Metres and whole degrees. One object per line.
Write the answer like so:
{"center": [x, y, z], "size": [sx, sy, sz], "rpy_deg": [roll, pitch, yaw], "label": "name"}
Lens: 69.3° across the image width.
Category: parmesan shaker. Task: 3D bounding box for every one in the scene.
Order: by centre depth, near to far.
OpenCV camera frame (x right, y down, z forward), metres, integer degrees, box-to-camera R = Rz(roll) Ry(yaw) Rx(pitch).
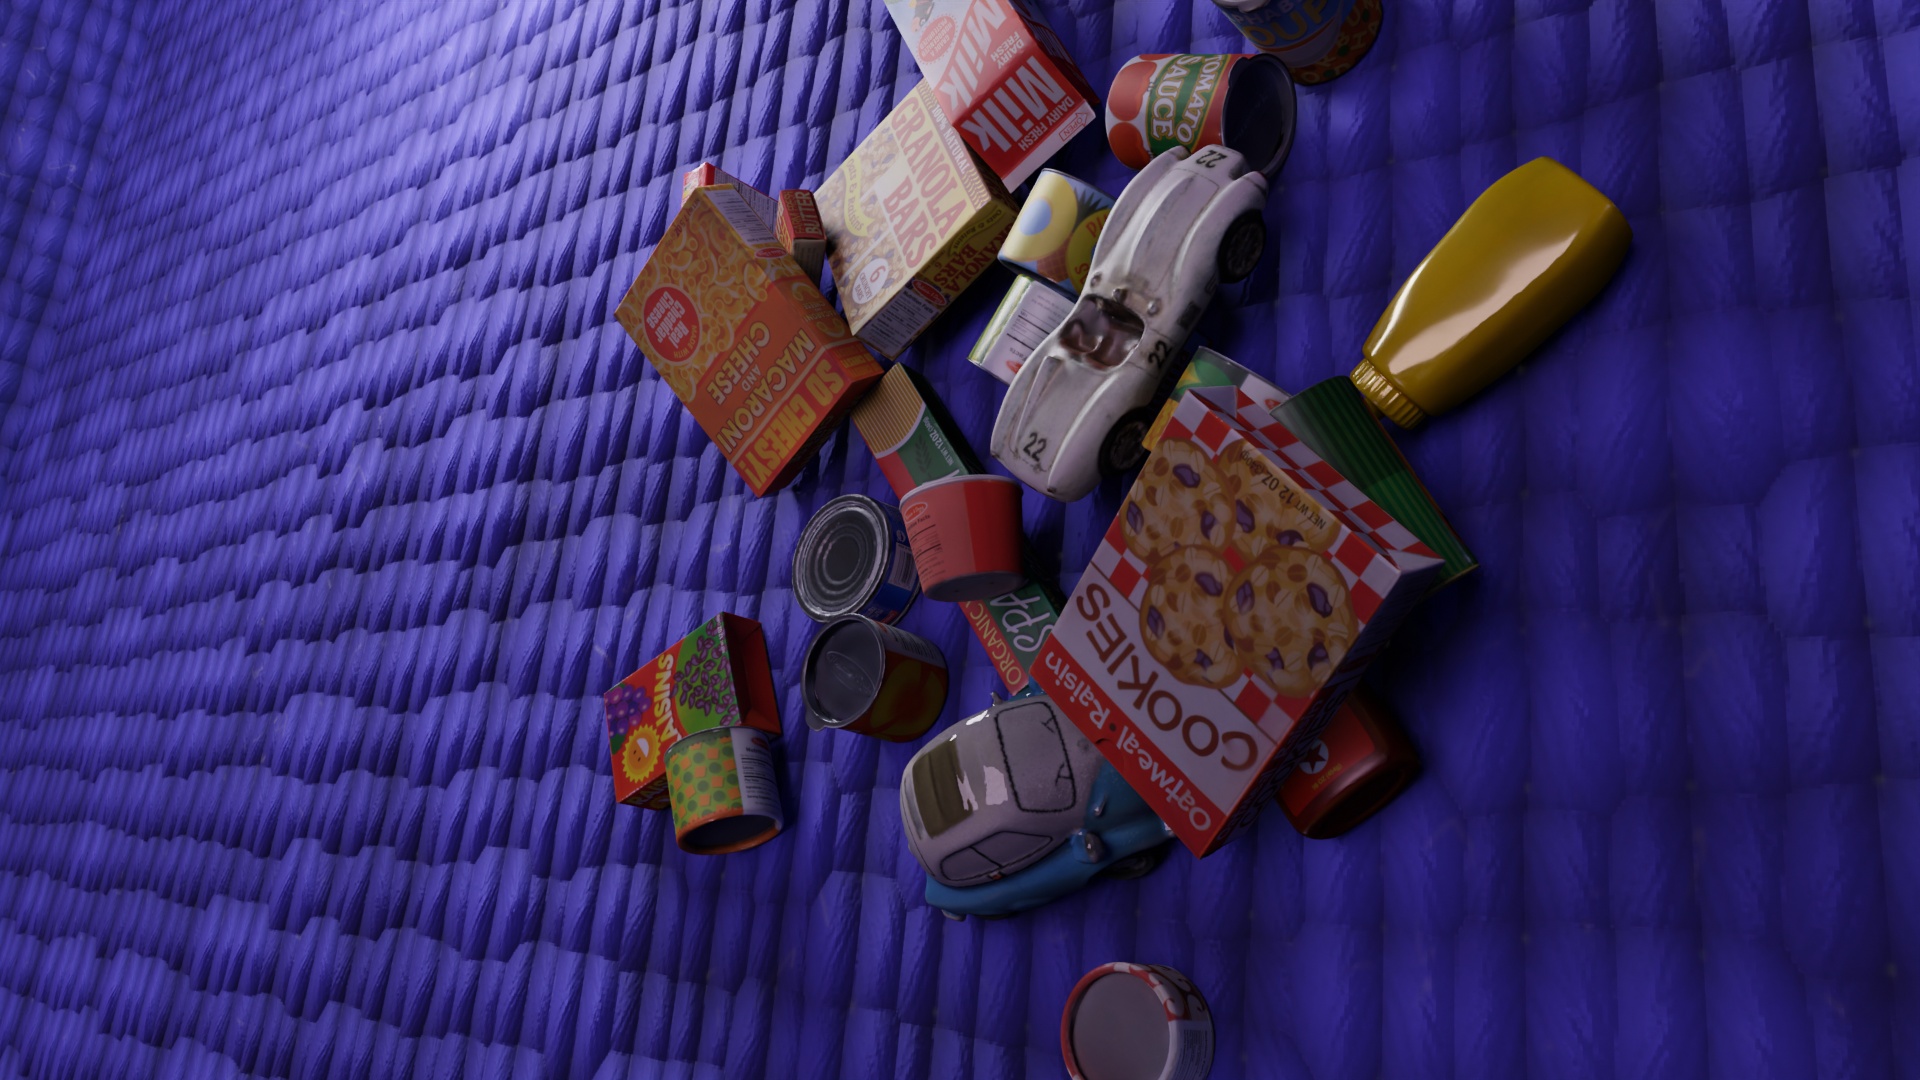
{"center": [0.174, -0.015, 0.618], "size": [0.071, 0.071, 0.103], "rpy_deg": [-36, 76, 25], "label": "parmesan shaker"}

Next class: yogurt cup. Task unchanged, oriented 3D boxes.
{"center": [0.004, 0.000, 0.748], "size": [0.072, 0.072, 0.054], "rpy_deg": [-21, 69, 34], "label": "yogurt cup"}

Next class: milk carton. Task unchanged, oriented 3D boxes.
{"center": [0.024, -0.302, 0.881], "size": [0.072, 0.073, 0.191], "rpy_deg": [-39, 52, 23], "label": "milk carton"}

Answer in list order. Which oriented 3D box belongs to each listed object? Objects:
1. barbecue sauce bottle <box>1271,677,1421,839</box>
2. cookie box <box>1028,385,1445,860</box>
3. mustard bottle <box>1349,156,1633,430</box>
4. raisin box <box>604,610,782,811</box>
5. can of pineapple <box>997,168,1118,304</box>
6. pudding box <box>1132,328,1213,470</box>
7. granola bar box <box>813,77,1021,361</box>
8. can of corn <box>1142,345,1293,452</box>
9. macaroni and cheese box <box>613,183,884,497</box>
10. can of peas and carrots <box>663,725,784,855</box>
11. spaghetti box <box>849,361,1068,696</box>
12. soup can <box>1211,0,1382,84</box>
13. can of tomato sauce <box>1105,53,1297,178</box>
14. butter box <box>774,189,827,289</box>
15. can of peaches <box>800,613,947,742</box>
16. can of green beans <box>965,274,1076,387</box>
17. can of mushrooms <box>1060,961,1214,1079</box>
{"center": [0.149, 0.063, 0.652], "size": [0.064, 0.043, 0.149], "rpy_deg": [-48, 49, 24], "label": "barbecue sauce bottle"}
{"center": [0.111, 0.036, 0.607], "size": [0.123, 0.040, 0.166], "rpy_deg": [47, 126, 30], "label": "cookie box"}
{"center": [0.229, -0.099, 0.642], "size": [0.159, 0.049, 0.065], "rpy_deg": [-47, 47, 19], "label": "mustard bottle"}
{"center": [-0.179, 0.114, 0.920], "size": [0.123, 0.040, 0.086], "rpy_deg": [-33, 55, 26], "label": "raisin box"}
{"center": [0.064, -0.173, 0.801], "size": [0.071, 0.071, 0.058], "rpy_deg": [32, 97, 43], "label": "can of pineapple"}
{"center": [0.096, -0.087, 0.765], "size": [0.050, 0.030, 0.083], "rpy_deg": [38, 100, 41], "label": "pudding box"}
{"center": [-0.032, -0.212, 0.901], "size": [0.124, 0.039, 0.166], "rpy_deg": [-41, 42, 21], "label": "granola bar box"}
{"center": [0.132, -0.057, 0.698], "size": [0.071, 0.071, 0.058], "rpy_deg": [37, 100, 43], "label": "can of corn"}
{"center": [-0.142, -0.131, 0.917], "size": [0.166, 0.040, 0.123], "rpy_deg": [51, 126, 9], "label": "macaroni and cheese box"}
{"center": [-0.148, 0.156, 0.858], "size": [0.070, 0.071, 0.059], "rpy_deg": [-34, 55, 27], "label": "can of peas and carrots"}
{"center": [0.003, -0.010, 0.817], "size": [0.050, 0.028, 0.251], "rpy_deg": [-45, 50, 17], "label": "spaghetti box"}
{"center": [0.176, -0.289, 0.736], "size": [0.071, 0.084, 0.071], "rpy_deg": [-16, 64, 37], "label": "soup can"}
{"center": [0.131, -0.234, 0.764], "size": [0.083, 0.071, 0.071], "rpy_deg": [20, 87, 44], "label": "can of tomato sauce"}
{"center": [-0.113, -0.183, 0.948], "size": [0.103, 0.024, 0.053], "rpy_deg": [107, 153, -48], "label": "butter box"}
{"center": [-0.051, 0.083, 0.808], "size": [0.071, 0.058, 0.071], "rpy_deg": [-15, 65, 36], "label": "can of peaches"}
{"center": [0.046, -0.111, 0.793], "size": [0.071, 0.071, 0.057], "rpy_deg": [39, 100, 43], "label": "can of green beans"}
{"center": [0.080, 0.232, 0.653], "size": [0.071, 0.033, 0.071], "rpy_deg": [-15, 65, 36], "label": "can of mushrooms"}
